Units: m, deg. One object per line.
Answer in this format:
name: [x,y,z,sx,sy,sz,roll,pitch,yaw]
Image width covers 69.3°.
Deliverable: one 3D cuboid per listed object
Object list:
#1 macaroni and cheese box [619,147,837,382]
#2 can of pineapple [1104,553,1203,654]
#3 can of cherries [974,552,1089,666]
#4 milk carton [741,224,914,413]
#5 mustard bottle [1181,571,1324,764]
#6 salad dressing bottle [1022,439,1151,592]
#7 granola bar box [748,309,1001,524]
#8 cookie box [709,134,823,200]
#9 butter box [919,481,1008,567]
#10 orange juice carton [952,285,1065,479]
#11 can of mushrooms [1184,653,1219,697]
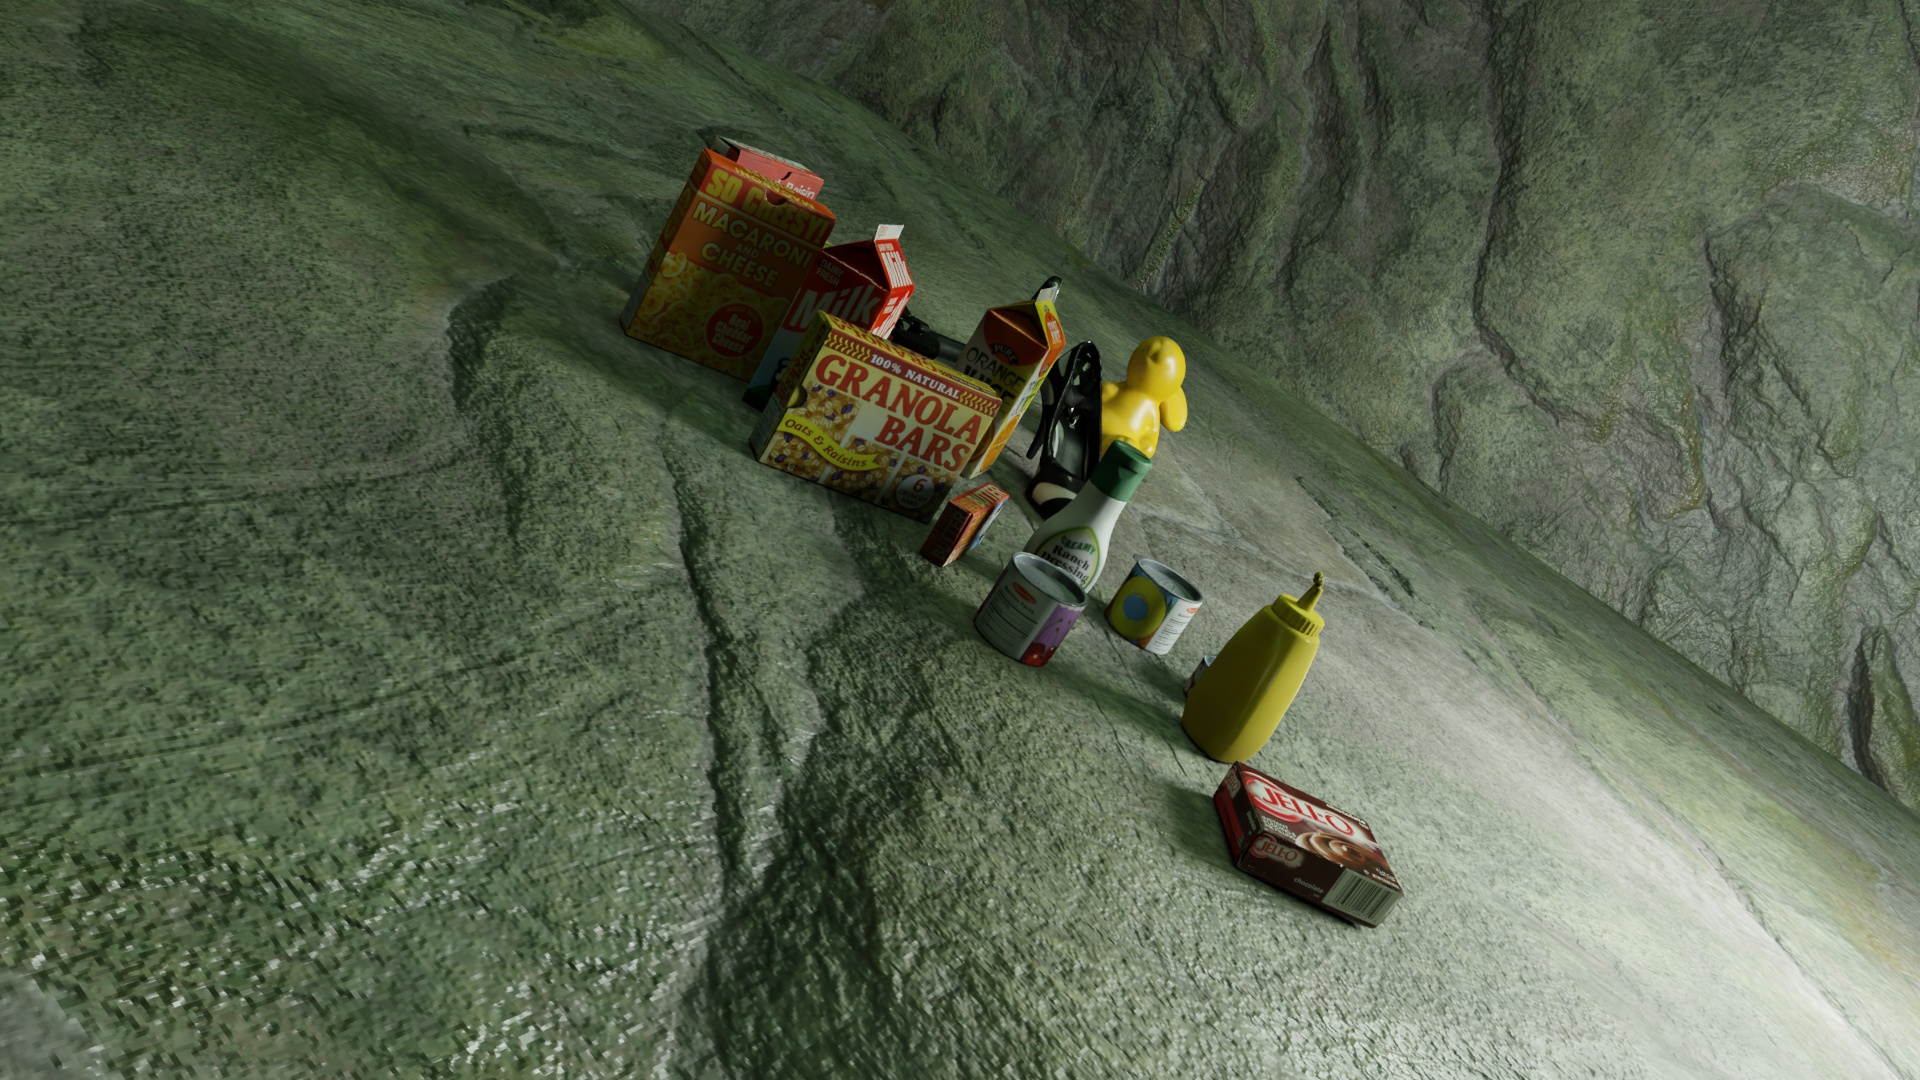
macaroni and cheese box: [-0.199,-0.232,1.193,0.124,0.166,0.040,19,21,-33]
can of pineapple: [0.164,0.055,1.192,0.071,0.057,0.071,28,18,-10]
can of cherries: [0.054,0.051,1.027,0.071,0.058,0.072,28,18,-10]
milk carton: [-0.103,-0.185,1.183,0.073,0.190,0.072,33,18,5]
mustard bottle: [0.229,0.091,1.037,0.049,0.159,0.065,17,23,-38]
salad dressing bottle: [0.100,-0.012,1.120,0.064,0.147,0.044,28,18,-9]
granola bar box: [-0.067,-0.095,1.112,0.165,0.123,0.039,20,21,-31]
cookie box: [-0.213,-0.286,1.308,0.040,0.167,0.123,40,20,24]
butter box: [0.004,-0.014,1.127,0.024,0.053,0.104,34,18,9]
orange juice carton: [0.037,-0.160,1.334,0.073,0.192,0.072,34,18,8]
can of mushrooms: [0.218,0.124,1.136,0.071,0.033,0.071,28,18,-10]
